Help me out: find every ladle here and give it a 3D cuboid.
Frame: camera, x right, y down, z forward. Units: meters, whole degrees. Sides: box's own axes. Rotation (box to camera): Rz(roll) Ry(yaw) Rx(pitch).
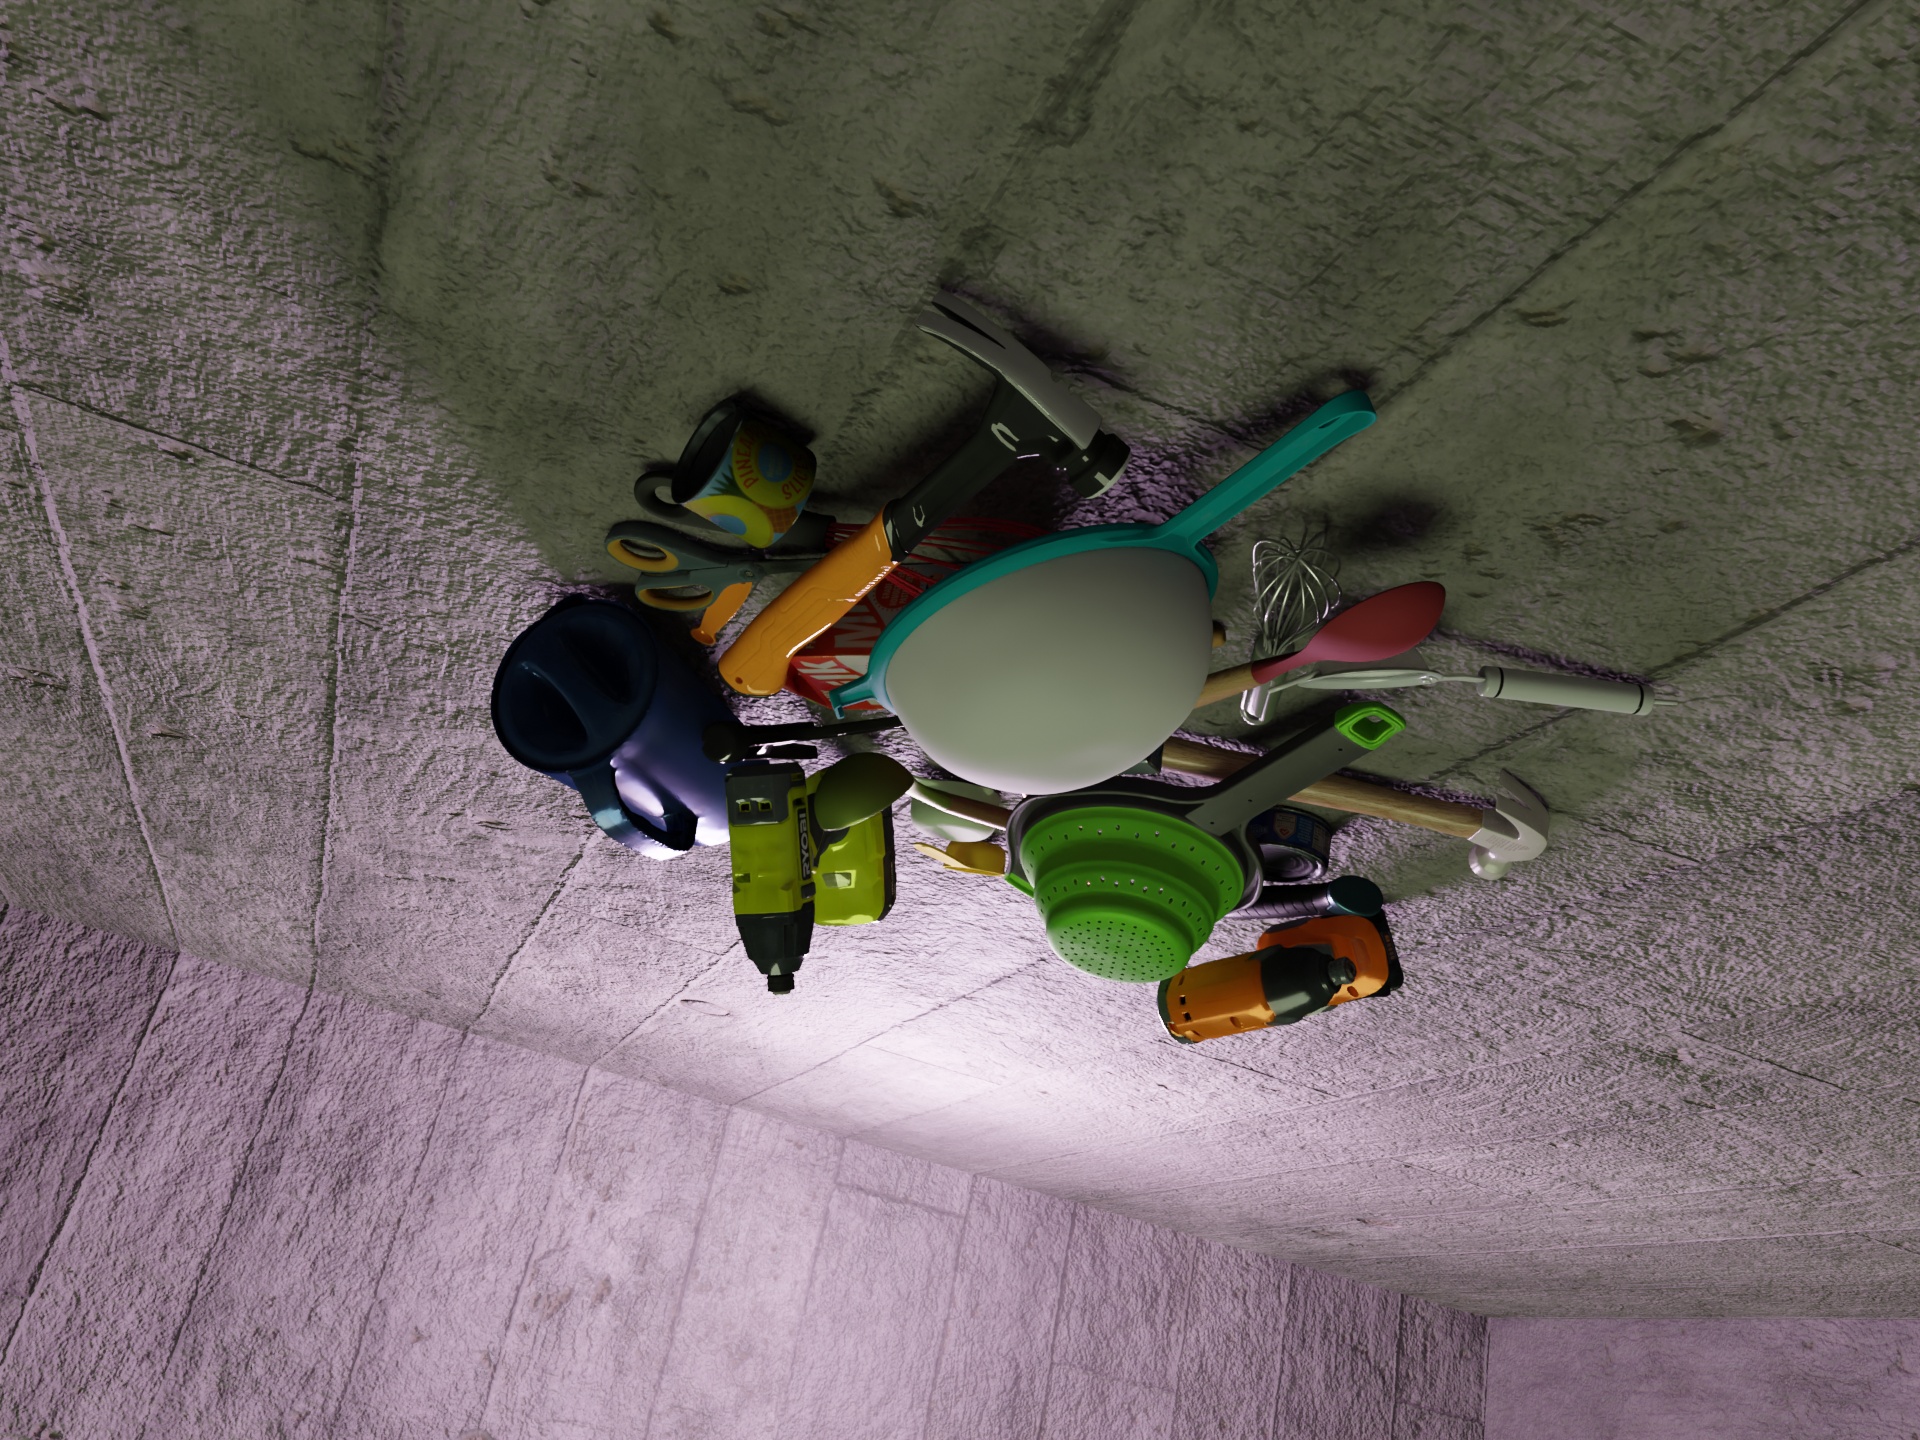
[{"bbox_3d":[0.160,-0.024,0.954,0.069,0.031,0.315,2,167,-35],"label":"ladle"},{"bbox_3d":[0.005,0.081,1.266,0.078,0.062,0.320,-18,156,34],"label":"ladle"}]

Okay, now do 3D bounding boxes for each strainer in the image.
[{"bbox_3d":[0.100,-0.045,0.863,0.210,0.095,0.340,6,149,-43],"label":"strainer"},{"bbox_3d":[0.314,-0.027,0.970,0.258,0.050,0.087,7,174,-6],"label":"strainer"}]

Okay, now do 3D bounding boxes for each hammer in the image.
[{"bbox_3d":[-0.002,-0.004,1.152,0.359,0.037,0.149,-8,177,26],"label":"hammer"},{"bbox_3d":[0.218,0.157,1.354,0.128,0.033,0.331,22,160,-30],"label":"hammer"},{"bbox_3d":[0.269,0.050,1.173,0.331,0.031,0.130,13,156,0],"label":"hammer"},{"bbox_3d":[-0.055,-0.101,0.899,0.127,0.034,0.337,40,138,-14],"label":"hammer"}]

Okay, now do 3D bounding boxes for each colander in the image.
[{"bbox_3d":[0.169,0.103,1.159,0.204,0.095,0.397,29,142,-19],"label":"colander"}]

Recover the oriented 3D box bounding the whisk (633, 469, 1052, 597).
[{"bbox_3d":[-0.061,-0.107,0.965,0.296,0.073,0.073,15,156,9],"label":"whisk"}]

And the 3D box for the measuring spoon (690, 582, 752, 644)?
[{"bbox_3d":[-0.168,-0.083,1.130,0.021,0.011,0.117,29,149,-12],"label":"measuring spoon"}]

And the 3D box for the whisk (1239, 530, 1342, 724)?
[{"bbox_3d":[0.195,-0.048,0.983,0.058,0.059,0.246,34,165,16],"label":"whisk"}]

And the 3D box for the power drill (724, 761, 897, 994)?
[{"bbox_3d":[-0.120,0.116,1.264,0.080,0.171,0.223,-4,180,14],"label":"power drill"}]

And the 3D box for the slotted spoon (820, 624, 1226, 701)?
[{"bbox_3d":[0.025,-0.041,1.079,0.314,0.070,0.031,-5,124,23],"label":"slotted spoon"}]

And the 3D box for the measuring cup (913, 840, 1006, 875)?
[{"bbox_3d":[-0.004,0.112,1.402,0.062,0.029,0.156,4,167,23],"label":"measuring cup"}]

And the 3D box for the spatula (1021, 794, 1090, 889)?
[{"bbox_3d":[0.080,0.111,1.311,0.081,0.041,0.322,21,158,32],"label":"spatula"}]

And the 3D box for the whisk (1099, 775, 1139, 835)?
[{"bbox_3d":[0.147,0.093,1.318,0.051,0.047,0.244,11,163,33],"label":"whisk"}]

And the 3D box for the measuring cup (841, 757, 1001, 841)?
[{"bbox_3d":[-0.037,0.067,1.316,0.083,0.038,0.167,-10,157,44],"label":"measuring cup"}]

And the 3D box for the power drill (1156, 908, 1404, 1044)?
[{"bbox_3d":[0.286,0.211,1.330,0.164,0.084,0.226,-21,170,35],"label":"power drill"}]
